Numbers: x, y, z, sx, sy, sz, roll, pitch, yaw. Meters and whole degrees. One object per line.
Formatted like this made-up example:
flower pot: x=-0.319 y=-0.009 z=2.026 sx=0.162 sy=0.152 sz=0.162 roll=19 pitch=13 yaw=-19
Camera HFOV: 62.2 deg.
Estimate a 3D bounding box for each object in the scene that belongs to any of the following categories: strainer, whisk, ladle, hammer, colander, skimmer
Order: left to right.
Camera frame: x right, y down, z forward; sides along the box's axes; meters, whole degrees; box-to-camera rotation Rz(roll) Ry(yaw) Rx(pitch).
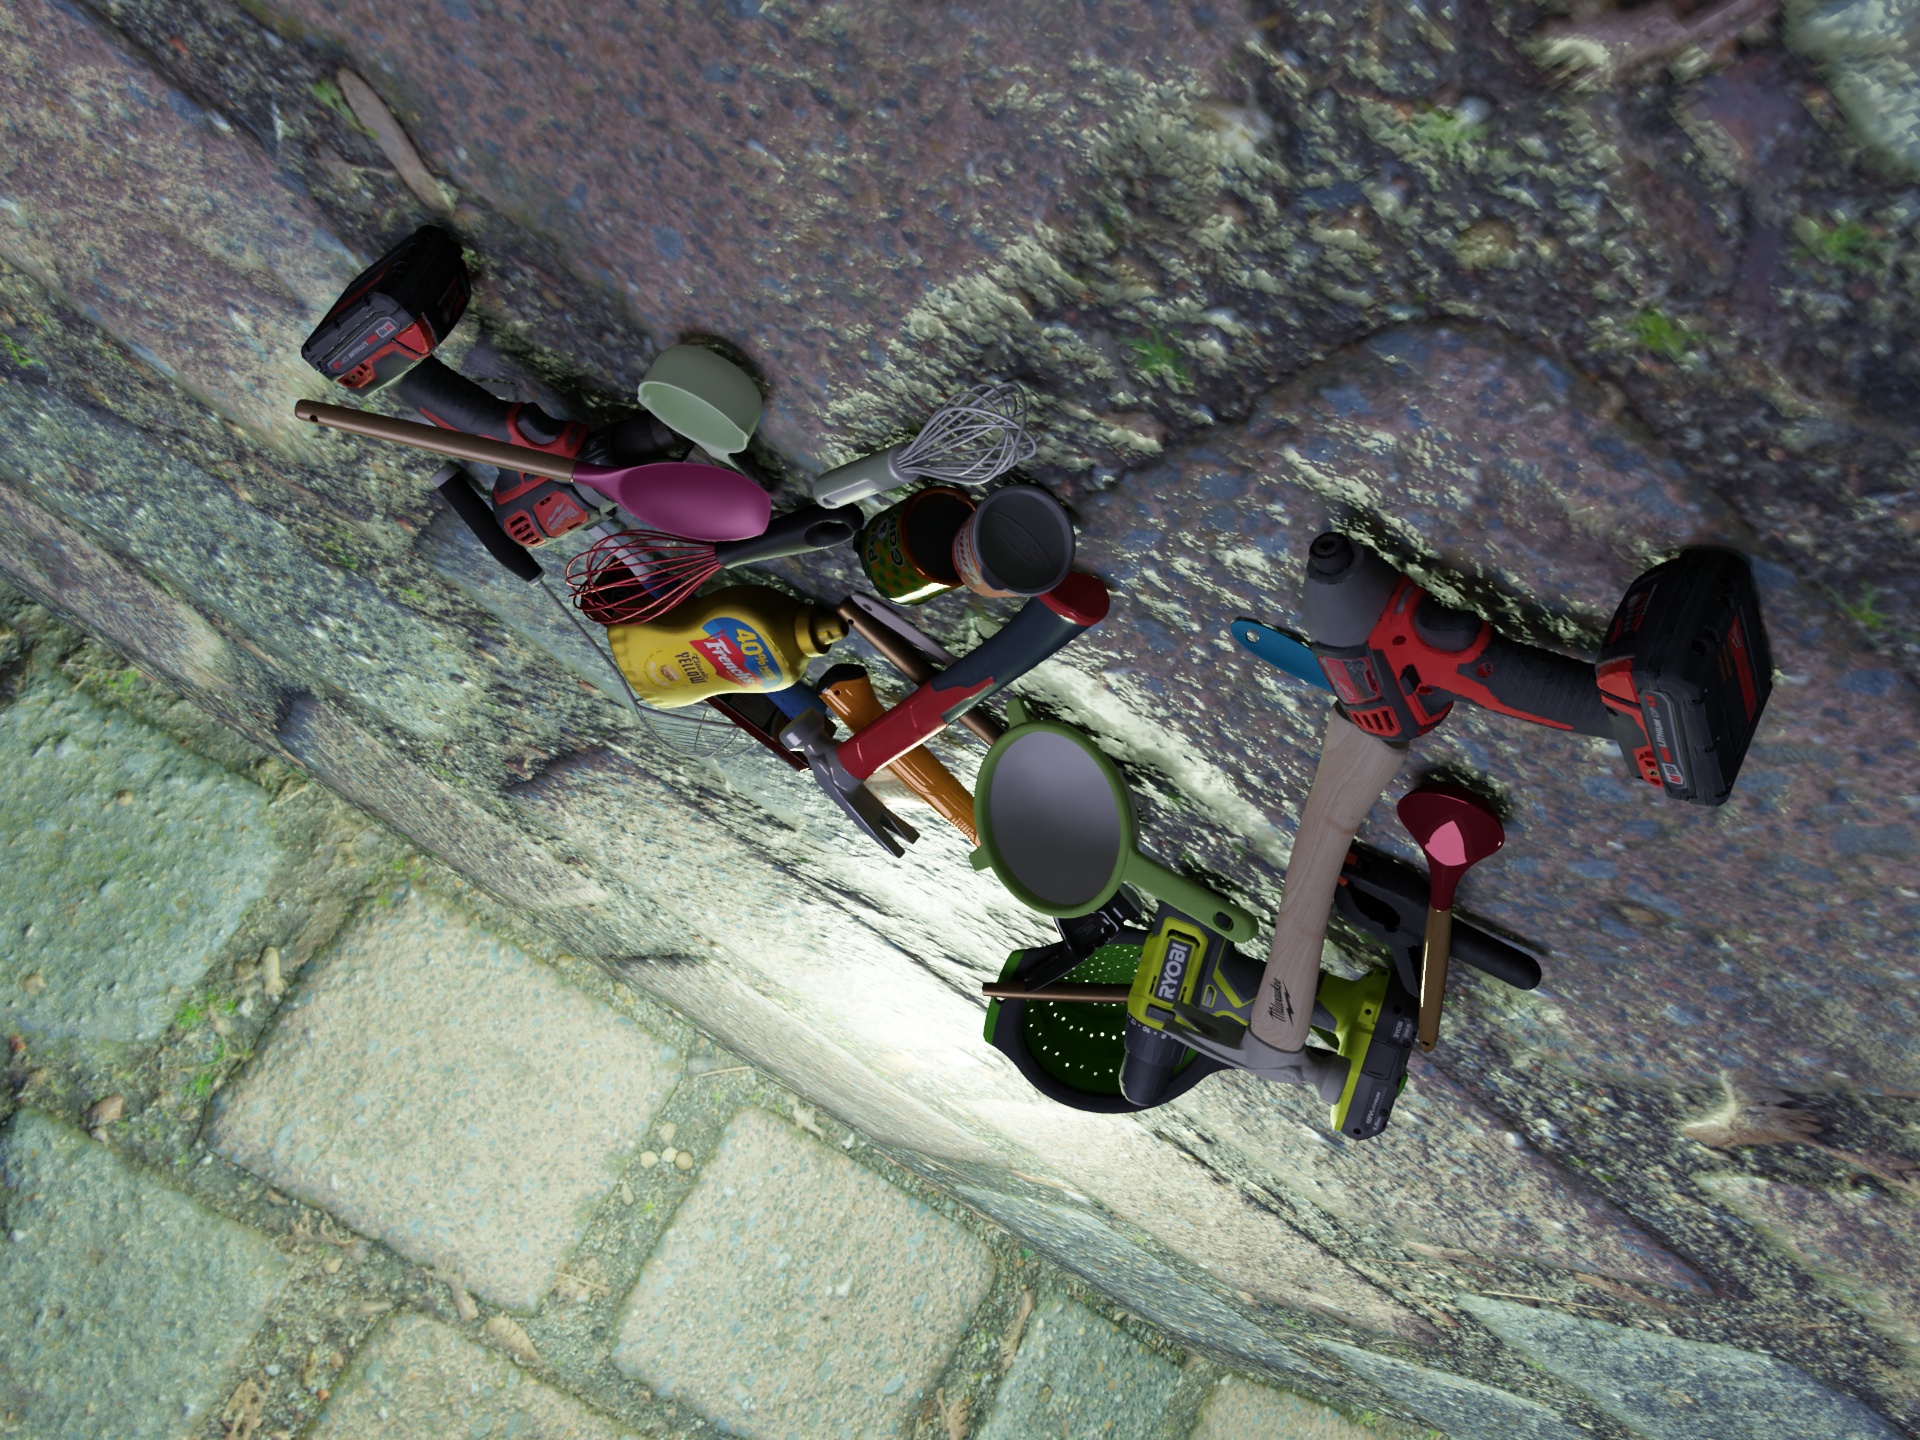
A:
skimmer: x=-0.314 y=-0.099 z=1.416 sx=0.363 sy=0.090 sz=0.127 roll=51 pitch=171 yaw=-19
hammer: x=-0.261 y=-0.126 z=1.297 sx=0.405 sy=0.035 sz=0.144 roll=42 pitch=154 yaw=-25
whisk: x=-0.185 y=-0.119 z=1.160 sx=0.296 sy=0.073 sz=0.073 roll=-9 pitch=137 yaw=36
whisk: x=-0.029 y=-0.156 z=0.958 sx=0.057 sy=0.059 sz=0.246 roll=17 pitch=169 yaw=-29
hammer: x=-0.002 y=-0.004 z=1.155 sx=0.143 sy=0.038 sz=0.386 roll=48 pitch=145 yaw=-7
hammer: x=-0.001 y=0.083 z=1.334 sx=0.336 sy=0.127 sz=0.034 roll=46 pitch=-165 yaw=-15
strainer: x=0.124 y=0.091 z=1.178 sx=0.257 sy=0.069 sz=0.151 roll=29 pitch=117 yaw=34
ladle: x=0.178 y=0.252 z=1.390 sx=0.320 sy=0.062 sz=0.078 roll=1 pitch=179 yaw=6
colander: x=0.220 y=0.276 z=1.483 sx=0.397 sy=0.095 sz=0.204 roll=14 pitch=115 yaw=-6
hammer: x=0.232 y=0.130 z=1.114 sx=0.146 sy=0.038 sz=0.410 roll=19 pitch=140 yaw=17
ladle: x=0.332 y=0.143 z=1.101 sx=0.069 sy=0.031 sz=0.315 roll=17 pitch=143 yaw=26

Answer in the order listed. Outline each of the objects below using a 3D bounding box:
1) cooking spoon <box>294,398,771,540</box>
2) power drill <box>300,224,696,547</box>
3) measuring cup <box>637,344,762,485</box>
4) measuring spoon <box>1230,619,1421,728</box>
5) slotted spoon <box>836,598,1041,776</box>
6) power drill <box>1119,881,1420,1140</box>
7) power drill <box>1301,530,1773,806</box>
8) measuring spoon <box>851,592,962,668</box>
cooking spoon: x=-0.284 y=-0.174 z=1.069 sx=0.319 sy=0.017 sz=0.068 roll=12 pitch=138 yaw=-6
power drill: x=-0.305 y=-0.222 z=1.085 sx=0.188 sy=0.080 sz=0.226 roll=-18 pitch=131 yaw=37
measuring cup: x=-0.152 y=-0.192 z=1.049 sx=0.083 sy=0.038 sz=0.167 roll=20 pitch=167 yaw=19
measuring spoon: x=0.222 y=-0.031 z=0.956 sx=0.129 sy=0.021 sz=0.042 roll=30 pitch=121 yaw=21
slotted spoon: x=0.024 y=0.008 z=1.250 sx=0.313 sy=0.031 sz=0.070 roll=40 pitch=137 yaw=-18
power drill: x=0.248 y=0.255 z=1.308 sx=0.228 sy=0.190 sz=0.080 roll=18 pitch=-168 yaw=15
power drill: x=0.279 y=-0.036 z=0.808 sx=0.220 sy=0.078 sz=0.143 roll=12 pitch=151 yaw=42
measuring spoon: x=-0.033 y=-0.056 z=1.197 sx=0.124 sy=0.018 sz=0.034 roll=34 pitch=157 yaw=-8
